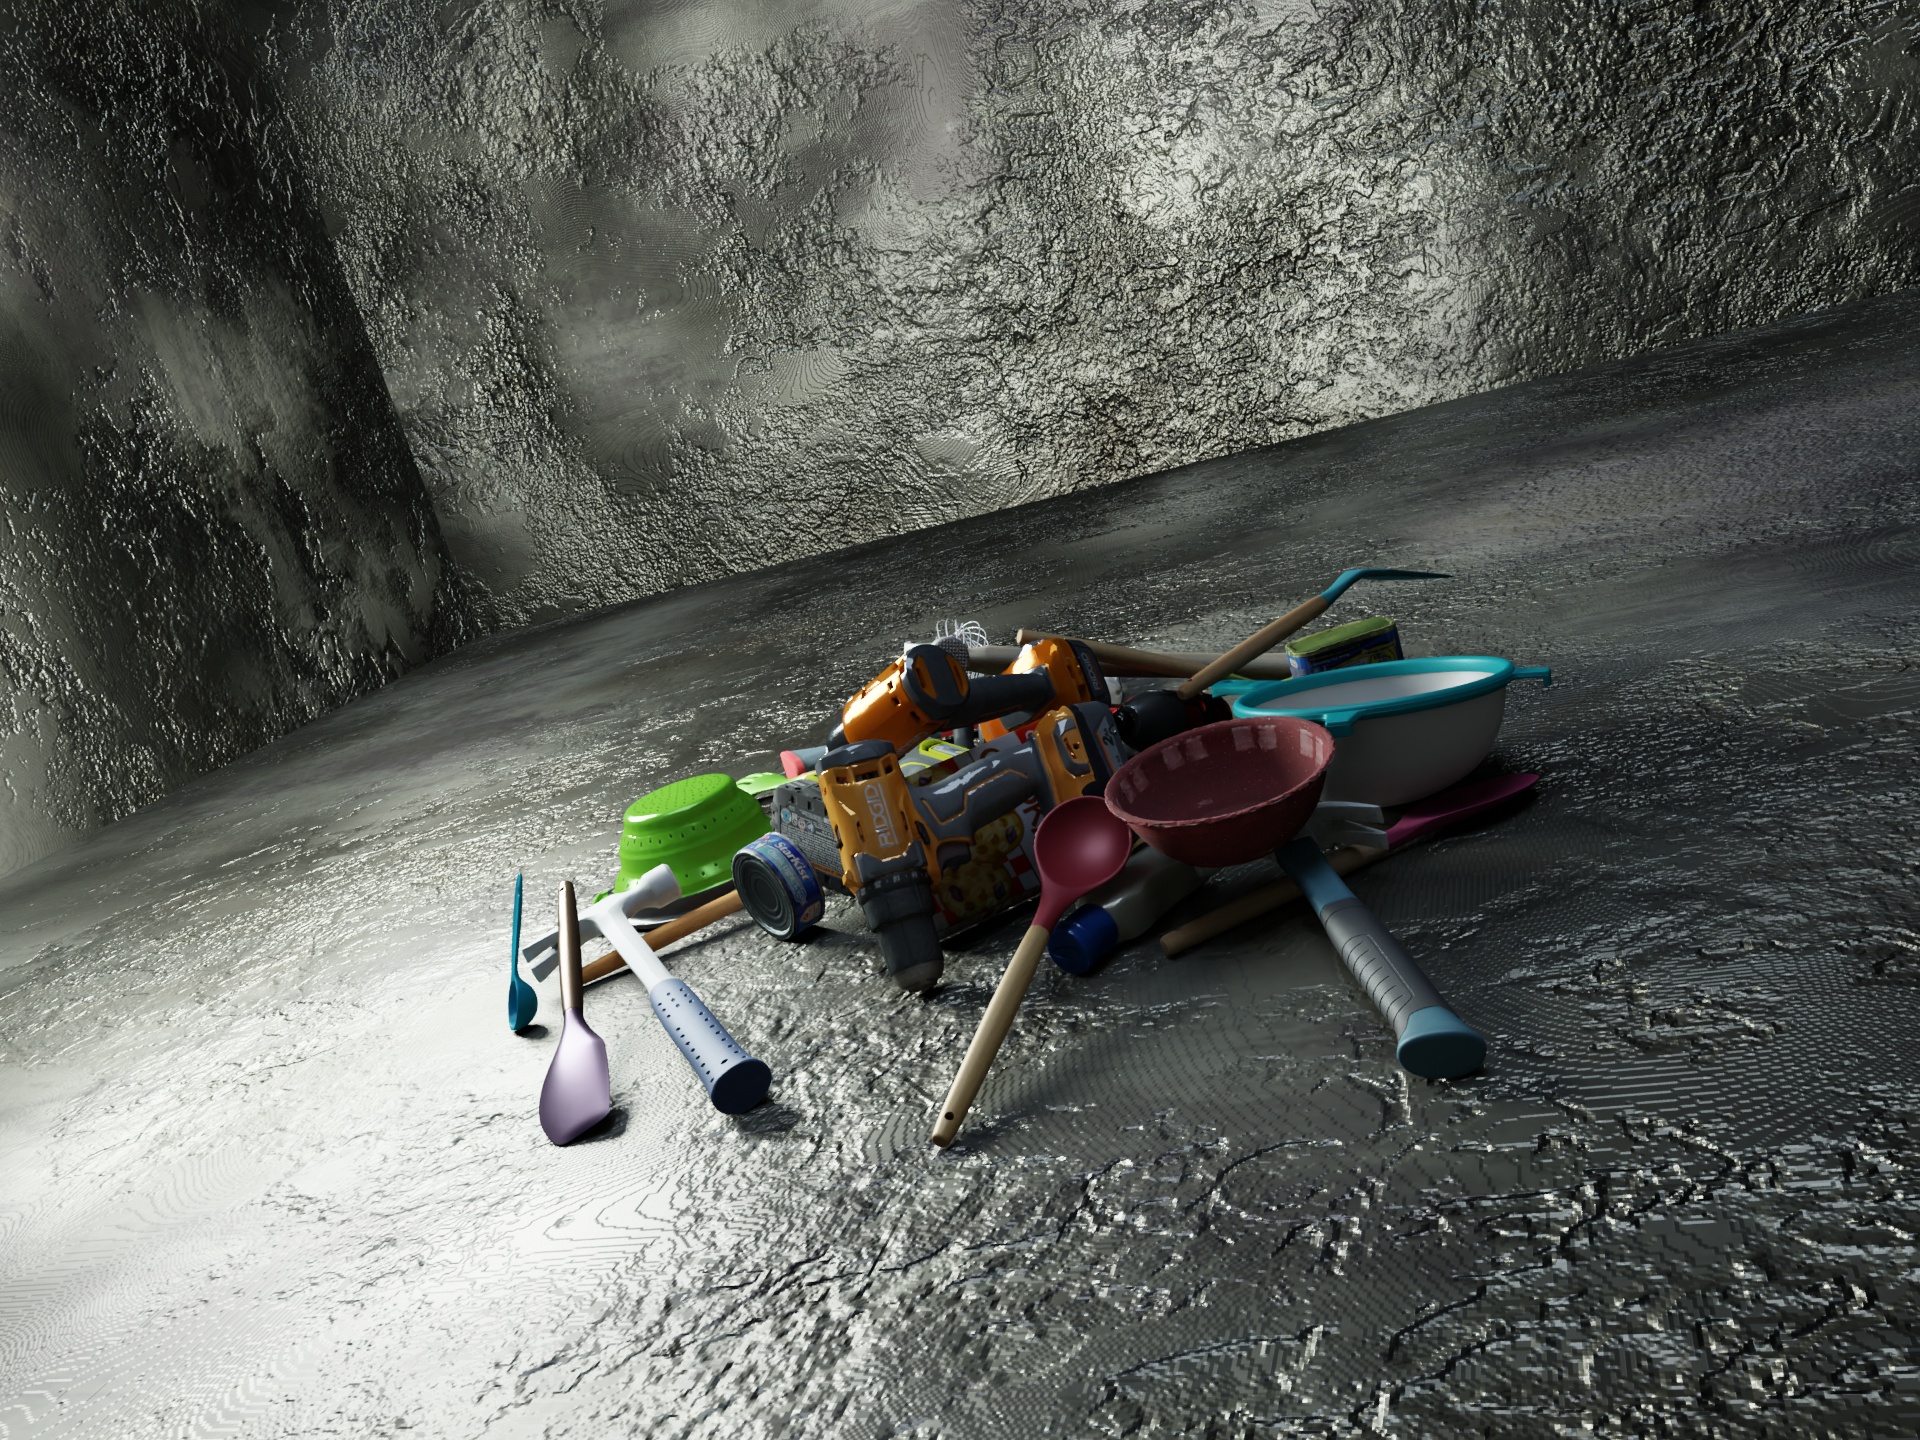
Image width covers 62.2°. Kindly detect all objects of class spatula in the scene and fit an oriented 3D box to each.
[{"bbox_3d":[-0.190,0.164,1.396,0.322,0.041,0.081,-25,16,-16],"label":"spatula"},{"bbox_3d":[0.308,-0.083,1.412,0.317,0.044,0.082,-30,19,-29],"label":"spatula"},{"bbox_3d":[-0.296,0.210,1.207,0.060,0.018,0.316,-33,30,3],"label":"spatula"}]

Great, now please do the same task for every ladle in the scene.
[{"bbox_3d":[0.045,0.156,1.039,0.069,0.031,0.315,14,39,16],"label":"ladle"},{"bbox_3d":[0.204,-0.059,1.448,0.320,0.062,0.078,10,-18,-16],"label":"ladle"}]

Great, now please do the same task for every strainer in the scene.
[{"bbox_3d":[0.298,0.012,1.277,0.211,0.095,0.340,-13,6,-19],"label":"strainer"}]

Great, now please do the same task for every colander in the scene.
[{"bbox_3d":[-0.177,0.087,1.517,0.397,0.094,0.205,-18,15,-3],"label":"colander"}]

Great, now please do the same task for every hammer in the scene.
[{"bbox_3d":[-0.233,0.206,1.215,0.144,0.035,0.406,-29,21,-17],"label":"hammer"},{"bbox_3d":[0.240,0.126,0.988,0.128,0.033,0.331,-18,19,0],"label":"hammer"},{"bbox_3d":[0.150,-0.054,1.522,0.410,0.038,0.146,1,2,-16],"label":"hammer"},{"bbox_3d":[-0.011,0.000,1.764,0.386,0.038,0.143,-15,14,9],"label":"hammer"}]

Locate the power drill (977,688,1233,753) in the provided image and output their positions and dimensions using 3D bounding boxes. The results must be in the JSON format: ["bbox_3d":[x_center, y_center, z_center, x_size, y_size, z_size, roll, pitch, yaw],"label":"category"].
[{"bbox_3d":[0.126,0.002,1.471,0.220,0.078,0.143,1,1,44],"label":"power drill"}]

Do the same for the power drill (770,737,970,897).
[{"bbox_3d":[-0.038,0.077,1.378,0.171,0.080,0.223,16,23,39],"label":"power drill"}]

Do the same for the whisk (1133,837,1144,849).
[{"bbox_3d":[0.128,0.074,1.334,0.047,0.051,0.245,-14,17,-11],"label":"whisk"}]

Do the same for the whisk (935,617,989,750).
[{"bbox_3d":[0.003,-0.020,1.675,0.070,0.070,0.285,-15,35,9],"label":"whisk"}]

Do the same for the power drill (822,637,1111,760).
[{"bbox_3d":[-0.002,-0.004,1.331,0.226,0.084,0.164,-5,-23,-43],"label":"power drill"}]

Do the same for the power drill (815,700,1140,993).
[{"bbox_3d":[0.021,0.089,1.179,0.226,0.185,0.084,-13,-18,-15],"label":"power drill"}]

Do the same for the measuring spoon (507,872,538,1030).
[{"bbox_3d":[-0.358,0.190,1.310,0.021,0.129,0.042,5,-13,-26],"label":"measuring spoon"}]

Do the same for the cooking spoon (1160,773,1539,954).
[{"bbox_3d":[0.278,0.097,1.125,0.319,0.017,0.069,-22,7,-18],"label":"cooking spoon"}]

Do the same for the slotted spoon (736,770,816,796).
[{"bbox_3d":[-0.143,0.058,1.637,0.314,0.031,0.070,-12,11,45],"label":"slotted spoon"}]
